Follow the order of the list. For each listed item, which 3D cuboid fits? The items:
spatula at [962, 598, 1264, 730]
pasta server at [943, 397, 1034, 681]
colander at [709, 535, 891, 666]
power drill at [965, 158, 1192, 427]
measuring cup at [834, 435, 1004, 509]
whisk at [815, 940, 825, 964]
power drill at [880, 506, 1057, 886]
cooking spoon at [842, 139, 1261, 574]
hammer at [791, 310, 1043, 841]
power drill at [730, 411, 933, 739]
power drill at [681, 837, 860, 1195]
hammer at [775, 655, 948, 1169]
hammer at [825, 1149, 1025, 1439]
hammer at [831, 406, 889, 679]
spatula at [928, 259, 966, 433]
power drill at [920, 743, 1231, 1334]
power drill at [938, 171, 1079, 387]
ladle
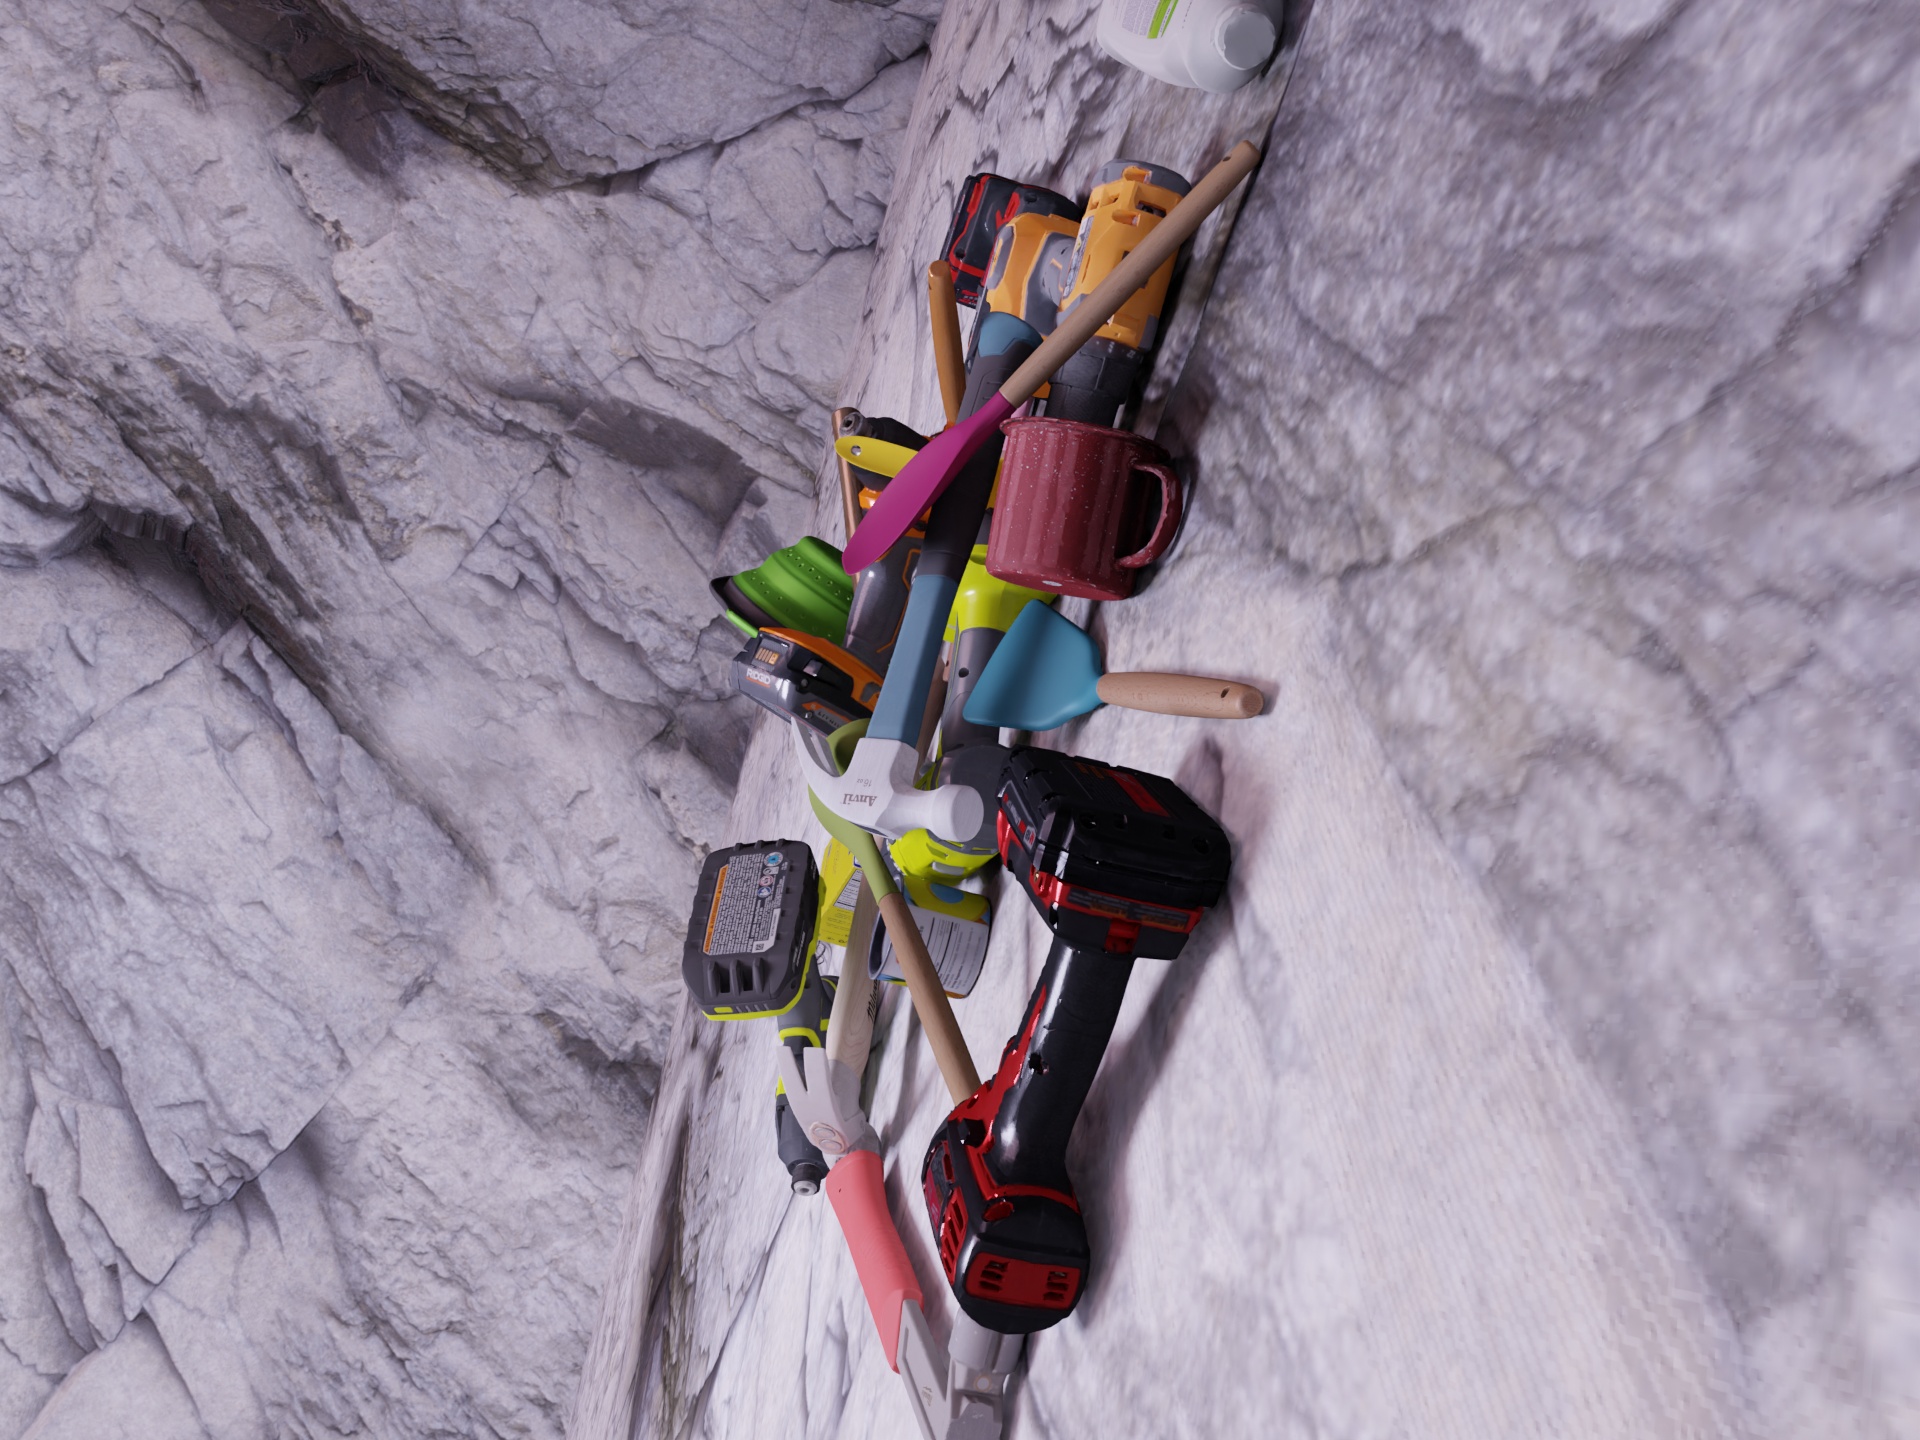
[{"bbox_3d":[0.072,-0.019,0.779,0.082,0.044,0.317,-59,12,-4],"label":"spatula"},{"bbox_3d":[0.024,-0.184,1.239,0.060,0.040,0.316,6,81,67],"label":"pasta server"},{"bbox_3d":[-0.111,-0.110,1.545,0.094,0.204,0.397,-55,-4,8],"label":"colander"},{"bbox_3d":[0.069,-0.251,1.029,0.226,0.084,0.185,-146,70,-73],"label":"power drill"},{"bbox_3d":[-0.010,-0.164,1.086,0.029,0.156,0.062,37,-109,-87],"label":"measuring cup"},{"bbox_3d":[-0.161,0.218,1.569,0.058,0.059,0.246,-37,7,-3],"label":"whisk"},{"bbox_3d":[-0.002,-0.003,1.027,0.190,0.080,0.229,132,149,-63],"label":"power drill"},{"bbox_3d":[0.045,-0.196,0.879,0.319,0.017,0.069,-44,27,14],"label":"cooking spoon"},{"bbox_3d":[-0.009,-0.091,0.914,0.128,0.033,0.331,2,68,35],"label":"hammer"},{"bbox_3d":[-0.070,-0.102,1.140,0.084,0.164,0.226,21,79,42],"label":"power drill"},{"bbox_3d":[-0.118,0.207,1.107,0.171,0.080,0.223,-86,-15,-48],"label":"power drill"},{"bbox_3d":[-0.058,0.102,1.130,0.146,0.038,0.411,75,-160,-47],"label":"hammer"},{"bbox_3d":[-0.037,0.322,0.856,0.359,0.036,0.149,-165,90,-78],"label":"hammer"},{"bbox_3d":[-0.080,-0.115,1.352,0.130,0.031,0.331,104,160,-72],"label":"hammer"},{"bbox_3d":[0.004,-0.218,1.056,0.322,0.041,0.081,78,171,-75],"label":"spatula"},{"bbox_3d":[0.036,0.130,0.681,0.143,0.078,0.219,-122,47,-75],"label":"power drill"},{"bbox_3d":[0.032,-0.373,1.369,0.227,0.080,0.187,-107,34,-64],"label":"power drill"},{"bbox_3d":[-0.019,0.119,0.868,0.078,0.062,0.321,-61,38,33],"label":"ladle"}]
